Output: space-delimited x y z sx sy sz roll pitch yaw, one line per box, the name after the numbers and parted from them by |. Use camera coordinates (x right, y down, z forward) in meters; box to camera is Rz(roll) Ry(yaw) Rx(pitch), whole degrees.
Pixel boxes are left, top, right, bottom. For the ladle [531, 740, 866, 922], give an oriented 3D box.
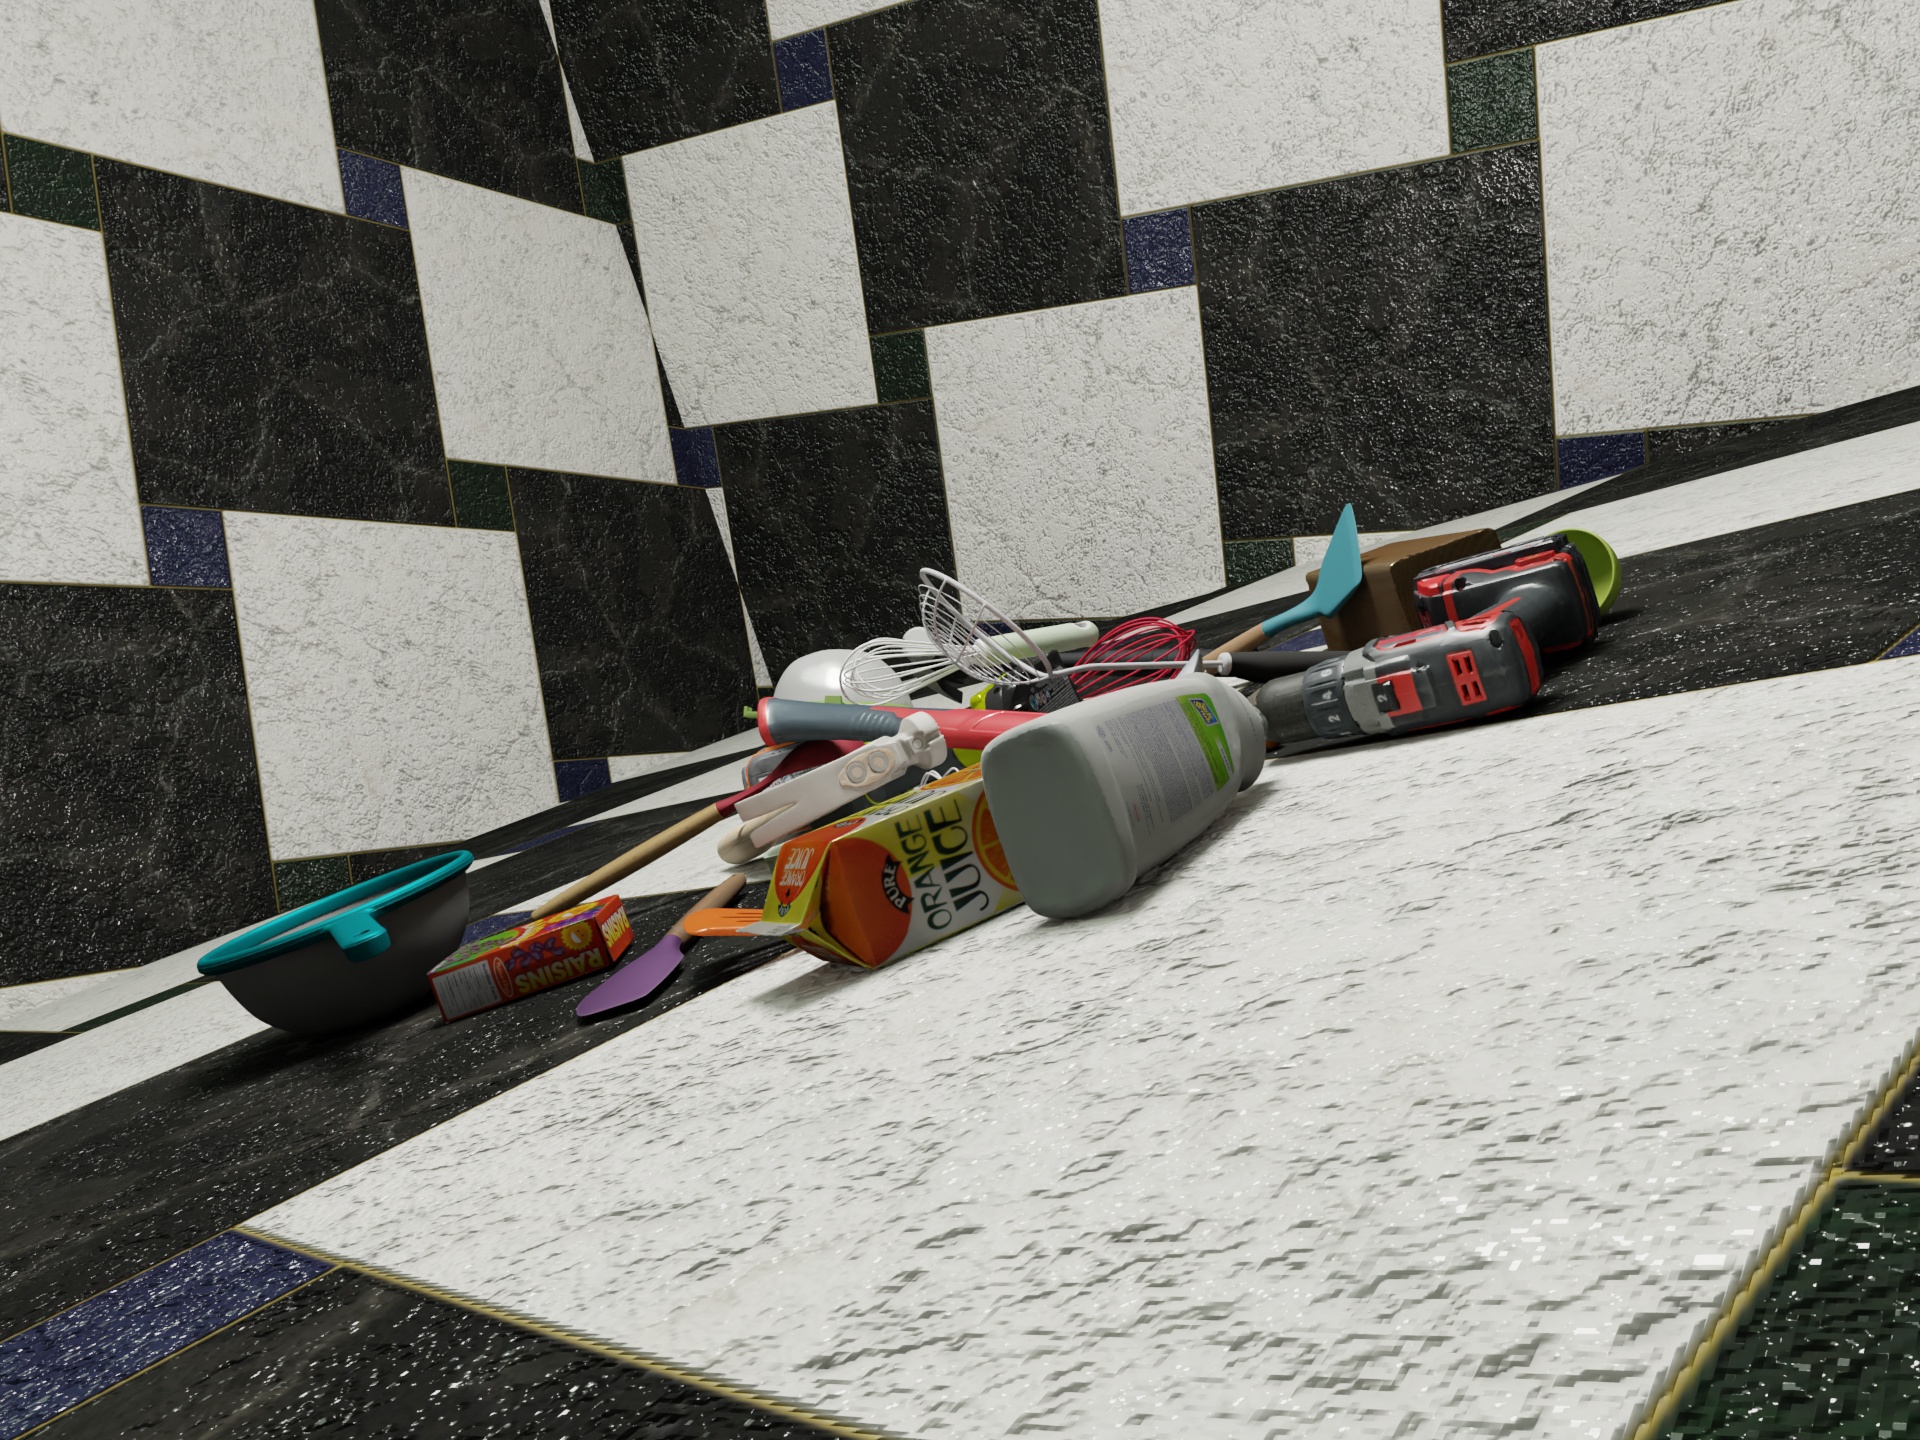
-0.219 0.088 1.309 0.315 0.031 0.069 -30 2 6 | ladle

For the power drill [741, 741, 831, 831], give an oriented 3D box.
-0.133 0.053 1.570 0.164 0.084 0.226 -17 1 -7 | power drill

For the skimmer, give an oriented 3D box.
0.148 -0.073 1.243 0.363 0.090 0.127 -1 -1 -9 | skimmer

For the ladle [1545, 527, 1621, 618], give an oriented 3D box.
0.332 -0.058 1.173 0.320 0.078 0.062 -21 -36 -1 | ladle

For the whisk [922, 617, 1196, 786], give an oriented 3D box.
0.084 -0.011 1.447 0.296 0.073 0.073 -30 1 19 | whisk

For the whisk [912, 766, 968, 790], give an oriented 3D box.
-0.028 0.070 1.132 0.070 0.070 0.284 -20 1 -16 | whisk

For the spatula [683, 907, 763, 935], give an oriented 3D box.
-0.010 0.077 0.969 0.322 0.041 0.081 -23 5 -6 | spatula

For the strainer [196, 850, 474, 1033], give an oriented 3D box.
-0.434 0.180 1.164 0.211 0.095 0.340 -23 8 -24 | strainer

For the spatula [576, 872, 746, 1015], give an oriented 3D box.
-0.190 0.145 1.075 0.060 0.018 0.316 -18 6 9 | spatula

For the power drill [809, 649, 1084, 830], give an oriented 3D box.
-0.008 0.020 1.369 0.228 0.080 0.190 -22 7 28 | power drill

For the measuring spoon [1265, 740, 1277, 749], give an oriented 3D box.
0.223 0.009 1.135 0.021 0.011 0.117 -17 1 16 | measuring spoon

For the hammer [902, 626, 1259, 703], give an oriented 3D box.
0.120 -0.053 1.532 0.335 0.035 0.146 0 -16 11 | hammer

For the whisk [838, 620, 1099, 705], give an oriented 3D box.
0.010 -0.055 1.365 0.246 0.059 0.058 -11 26 -23 | whisk

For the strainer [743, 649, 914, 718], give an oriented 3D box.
-0.070 -0.029 1.530 0.256 0.069 0.151 3 -6 -40 | strainer

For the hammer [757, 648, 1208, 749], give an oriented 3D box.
-0.002 -0.004 1.186 0.386 0.038 0.143 4 39 41 | hammer

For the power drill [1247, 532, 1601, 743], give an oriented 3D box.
0.307 -0.044 1.045 0.188 0.080 0.226 -15 9 39 | power drill

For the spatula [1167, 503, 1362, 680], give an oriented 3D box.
0.241 -0.073 1.388 0.044 0.082 0.317 21 -37 -30 | spatula

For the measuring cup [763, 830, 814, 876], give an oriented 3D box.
-0.074 0.097 1.091 0.083 0.038 0.167 -21 7 -31 | measuring cup

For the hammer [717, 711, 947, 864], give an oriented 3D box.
-0.140 0.076 1.217 0.146 0.038 0.410 -26 -2 -23 | hammer
